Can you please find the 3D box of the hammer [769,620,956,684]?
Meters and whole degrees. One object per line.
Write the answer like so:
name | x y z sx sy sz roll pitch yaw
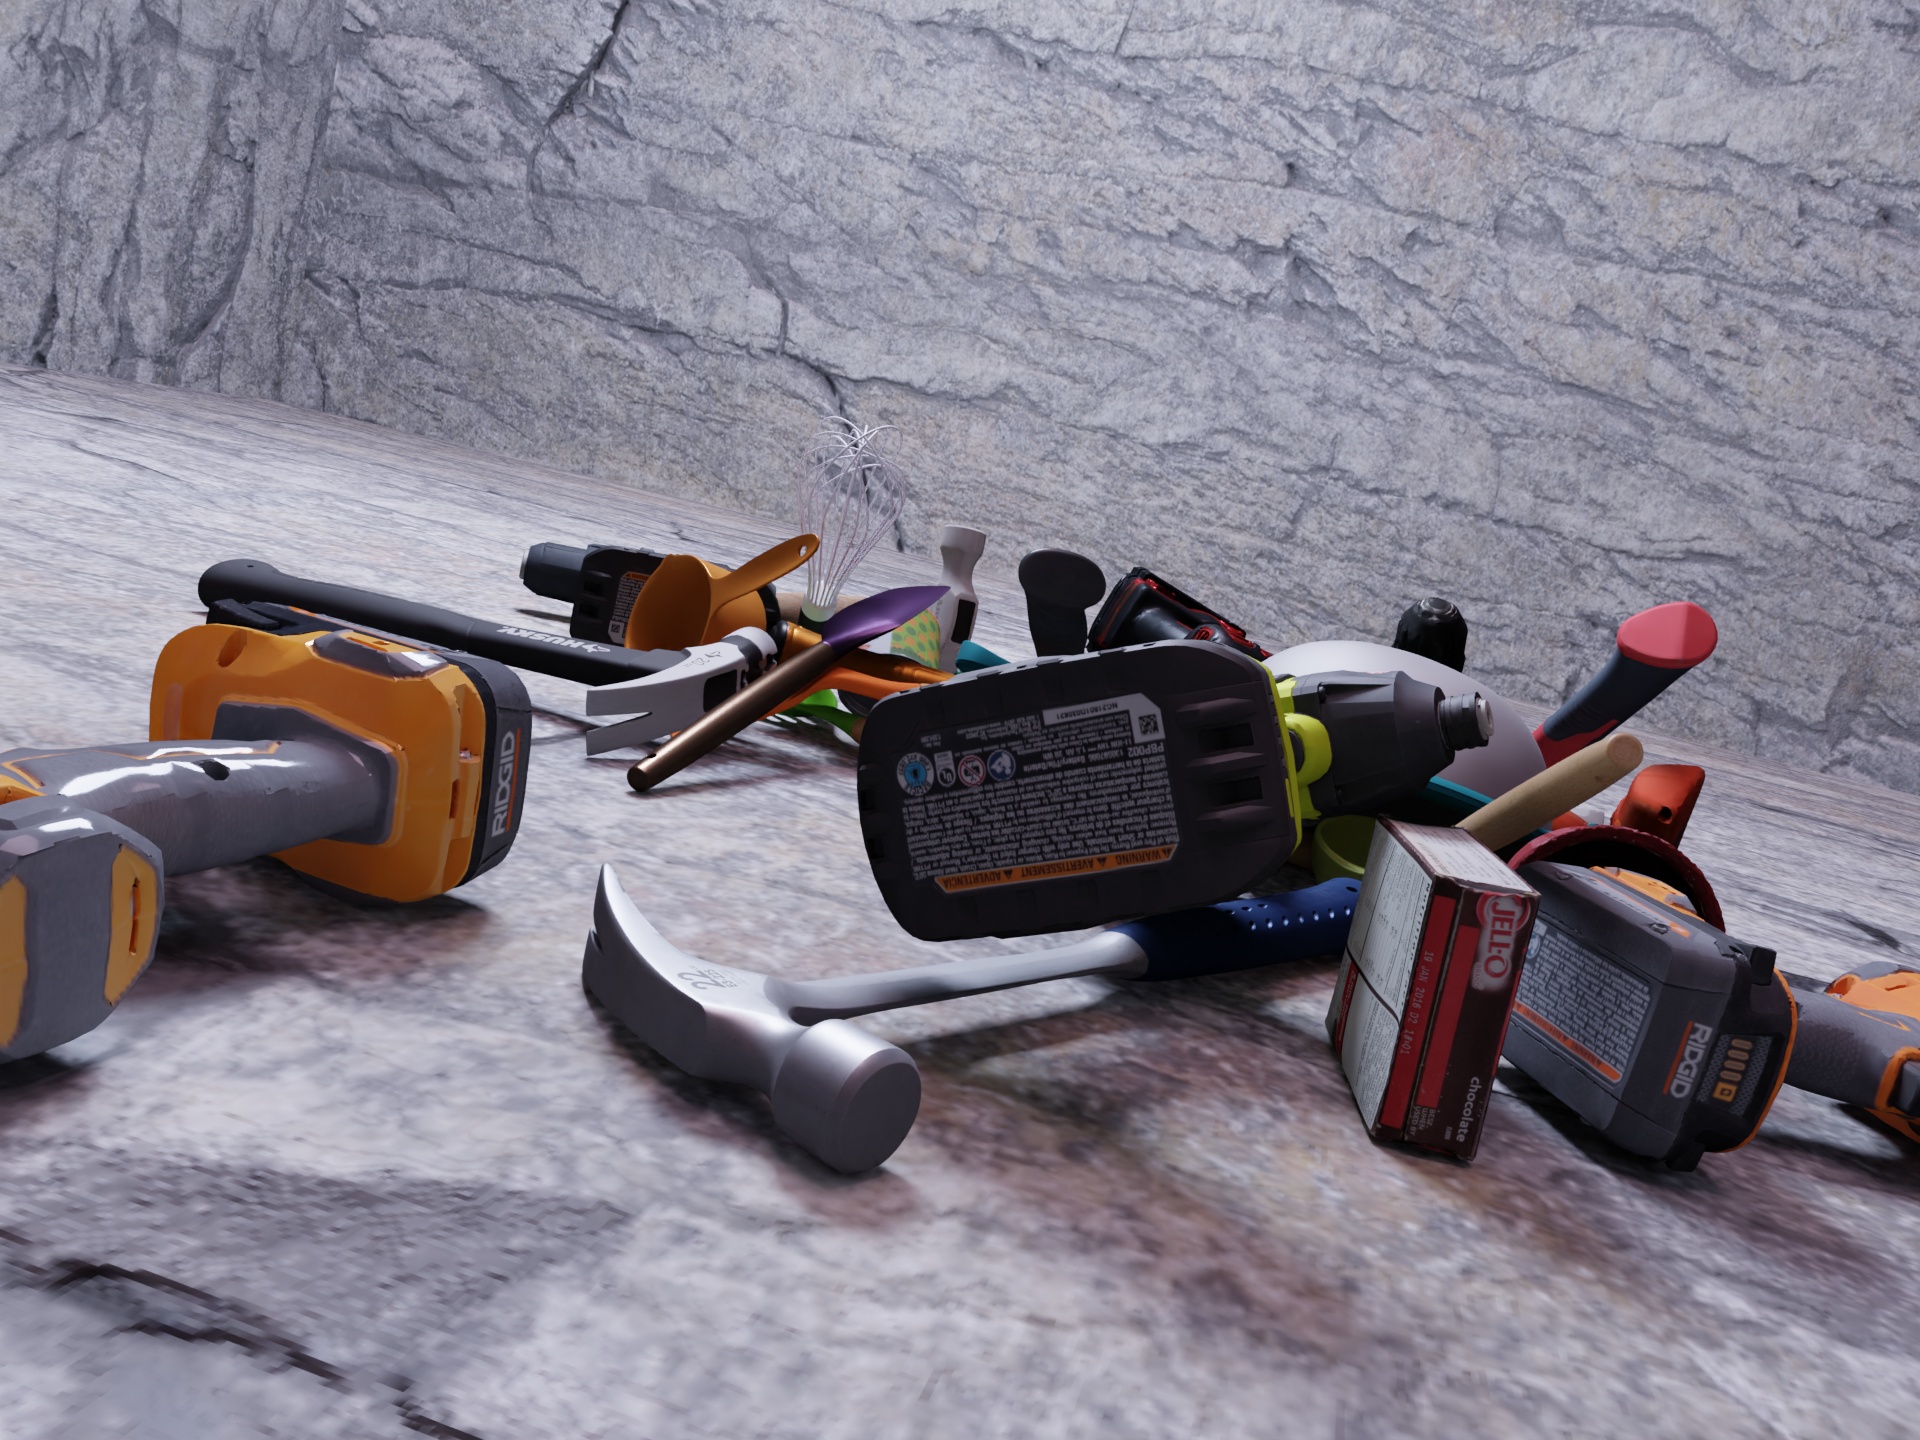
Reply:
hammer | 0.042 0.001 0.989 0.336 0.034 0.127 17 6 -14

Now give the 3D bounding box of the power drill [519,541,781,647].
power drill | -0.222 -0.087 1.143 0.190 0.080 0.229 12 6 -14

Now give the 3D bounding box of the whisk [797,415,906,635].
whisk | -0.083 -0.093 1.004 0.070 0.070 0.284 12 -30 -8

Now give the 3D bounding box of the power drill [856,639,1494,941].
power drill | 0.081 0.016 0.551 0.171 0.080 0.223 -11 -3 29

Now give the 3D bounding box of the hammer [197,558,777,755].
hammer | -0.282 -0.046 0.880 0.335 0.035 0.146 12 21 18

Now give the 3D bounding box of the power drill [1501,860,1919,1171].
power drill | 0.322 0.126 0.580 0.226 0.084 0.164 14 9 -14

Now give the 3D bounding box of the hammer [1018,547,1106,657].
hammer | 0.059 -0.039 1.000 0.149 0.036 0.408 10 -10 6

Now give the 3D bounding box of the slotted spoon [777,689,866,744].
slotted spoon | -0.046 0.013 0.925 0.070 0.031 0.314 5 14 -38

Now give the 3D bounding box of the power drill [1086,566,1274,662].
power drill | 0.205 -0.025 1.166 0.187 0.080 0.227 28 7 -22

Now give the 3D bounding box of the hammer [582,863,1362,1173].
hammer | 0.047 0.084 0.584 0.144 0.035 0.405 20 12 39

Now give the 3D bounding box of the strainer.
strainer | 0.170 -0.009 0.867 0.340 0.095 0.211 21 -11 -1

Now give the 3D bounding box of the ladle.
ladle | 0.215 0.041 0.673 0.078 0.062 0.320 18 -15 3

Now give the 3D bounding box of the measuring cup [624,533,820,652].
measuring cup | -0.127 -0.065 0.940 0.173 0.095 0.052 -24 -31 36

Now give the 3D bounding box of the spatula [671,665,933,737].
spatula | -0.001 -0.003 0.912 0.322 0.041 0.081 5 18 -11

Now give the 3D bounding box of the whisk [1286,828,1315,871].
whisk | 0.240 0.083 0.844 0.245 0.051 0.047 16 15 40

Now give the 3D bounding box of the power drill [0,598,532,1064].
power drill | -0.256 0.017 0.454 0.185 0.084 0.226 14 13 17

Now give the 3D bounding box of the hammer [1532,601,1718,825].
hammer | 0.403 0.014 1.018 0.143 0.038 0.386 14 -16 6

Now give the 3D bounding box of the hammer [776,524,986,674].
hammer | -0.096 -0.079 1.217 0.031 0.130 0.331 12 -3 -37

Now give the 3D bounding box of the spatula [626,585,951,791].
spatula | -0.089 -0.028 0.866 0.060 0.018 0.316 0 21 24
